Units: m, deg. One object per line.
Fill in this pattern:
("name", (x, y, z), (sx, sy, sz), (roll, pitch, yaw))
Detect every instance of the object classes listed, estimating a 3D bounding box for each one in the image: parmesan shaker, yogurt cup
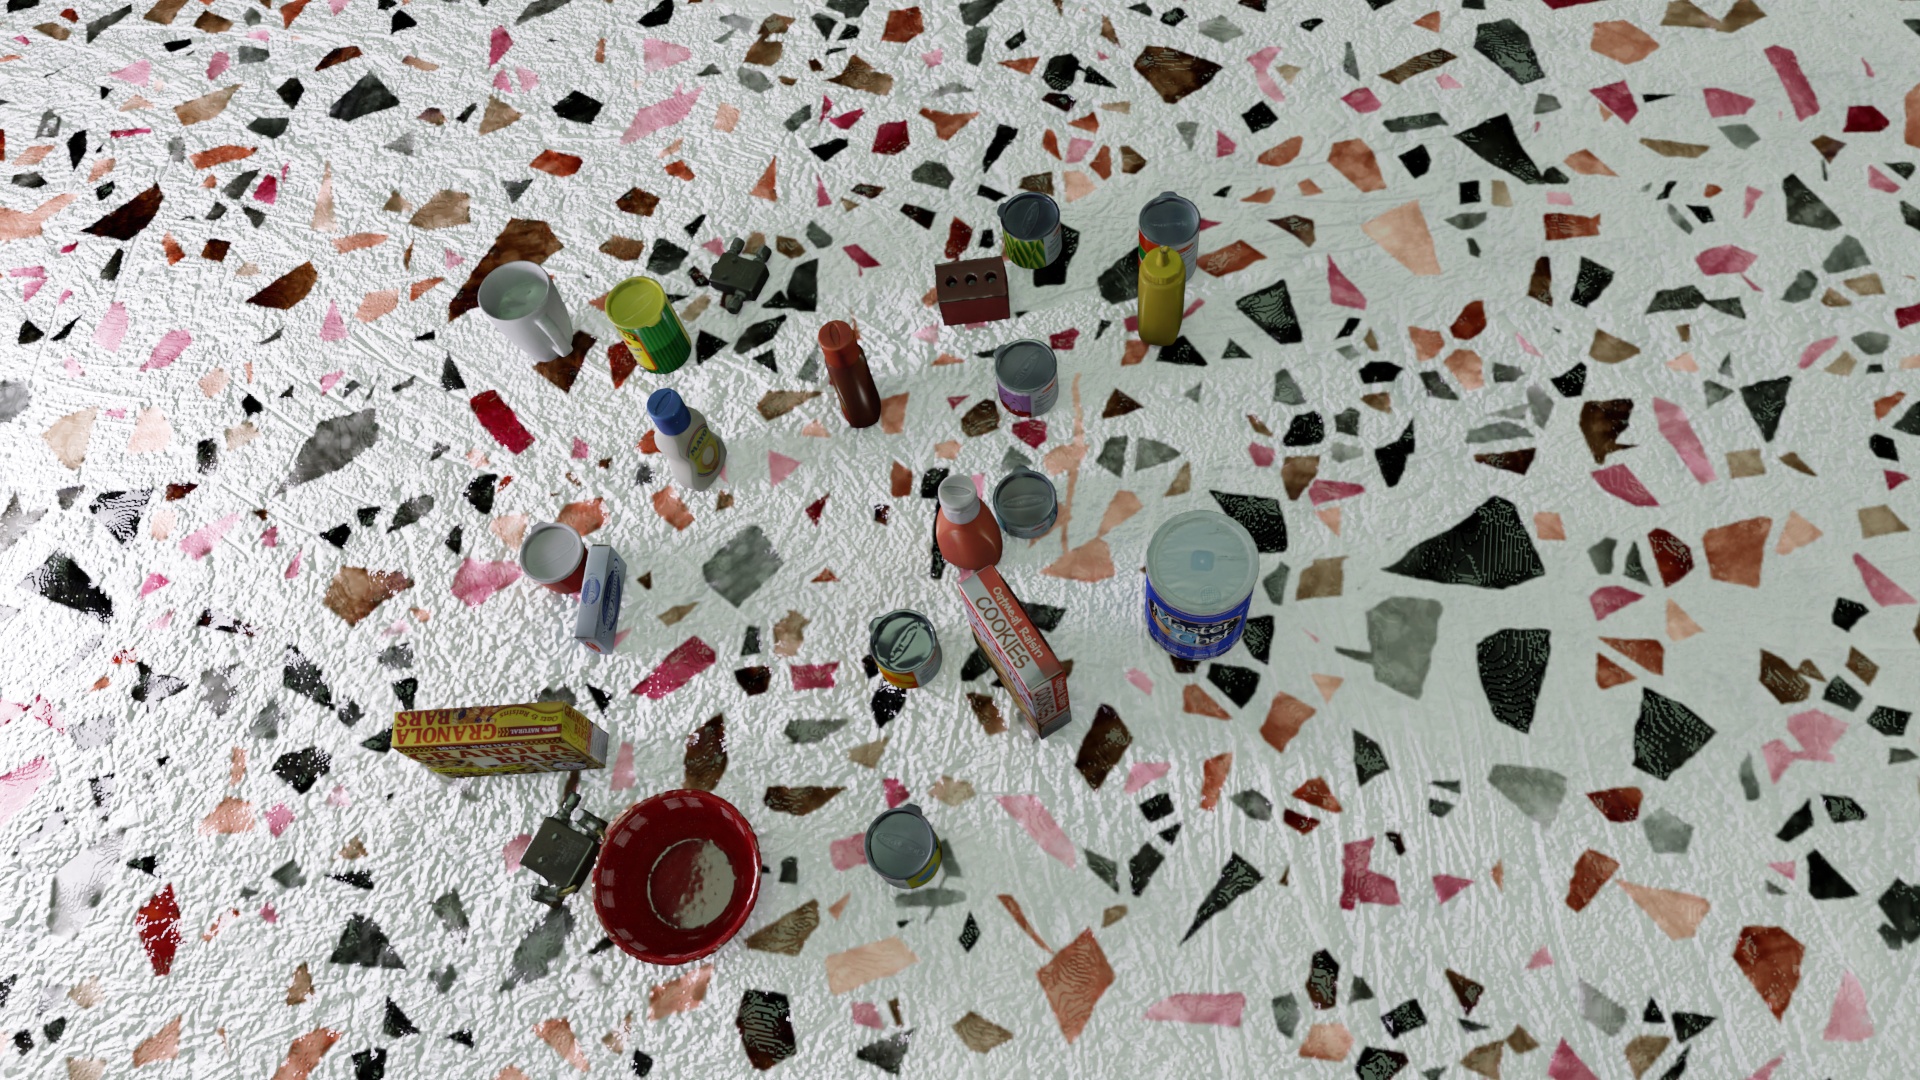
("parmesan shaker", (-0.340, -0.233, 1.529), (0.071, 0.102, 0.071), (-2, 67, 6))
("yogurt cup", (-0.419, 0.022, 1.454), (0.072, 0.053, 0.072), (-2, 66, 6))

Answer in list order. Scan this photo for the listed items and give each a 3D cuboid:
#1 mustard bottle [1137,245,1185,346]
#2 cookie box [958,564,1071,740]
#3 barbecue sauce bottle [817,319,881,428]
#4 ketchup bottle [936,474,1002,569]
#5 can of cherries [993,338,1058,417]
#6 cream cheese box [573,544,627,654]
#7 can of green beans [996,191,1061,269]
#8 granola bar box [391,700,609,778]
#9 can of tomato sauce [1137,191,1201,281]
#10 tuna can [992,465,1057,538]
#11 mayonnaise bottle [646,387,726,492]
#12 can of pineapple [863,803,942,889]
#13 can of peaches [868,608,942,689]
("mustard bottle", (0.210, -0.264, 1.448), (0.049, 0.159, 0.065), (7, 68, 10))
("cookie box", (0.054, 0.107, 1.300), (0.040, 0.167, 0.123), (-32, 67, -7))
("barbecue sauce bottle", (-0.117, -0.177, 1.454), (0.044, 0.148, 0.065), (-15, 66, 0))
("ketchup bottle", (0.005, -0.017, 1.370), (0.065, 0.148, 0.044), (6, 68, 9))
("can of cherries", (0.069, -0.174, 1.481), (0.071, 0.058, 0.072), (-2, 67, 6))
("cream cheese box", (-0.370, 0.061, 1.431), (0.024, 0.053, 0.104), (1, 67, 7))
("can of green beans", (0.080, -0.347, 1.555), (0.071, 0.057, 0.071), (-2, 67, 6))
("granola bar box", (-0.442, 0.194, 1.343), (0.165, 0.123, 0.039), (-4, 67, 5))
("can of tomato sauce", (0.226, -0.327, 1.516), (0.071, 0.082, 0.071), (-2, 67, 6))
("tuna can", (0.067, -0.039, 1.436), (0.071, 0.032, 0.071), (-2, 66, 6))
("mayonnaise bottle", (-0.287, -0.107, 1.443), (0.041, 0.147, 0.065), (22, 71, 15))
("can of pineapple", (-0.051, 0.286, 1.294), (0.071, 0.057, 0.071), (-2, 67, 6))
("can of peaches", (-0.055, 0.107, 1.373), (0.071, 0.058, 0.071), (-2, 67, 6))
